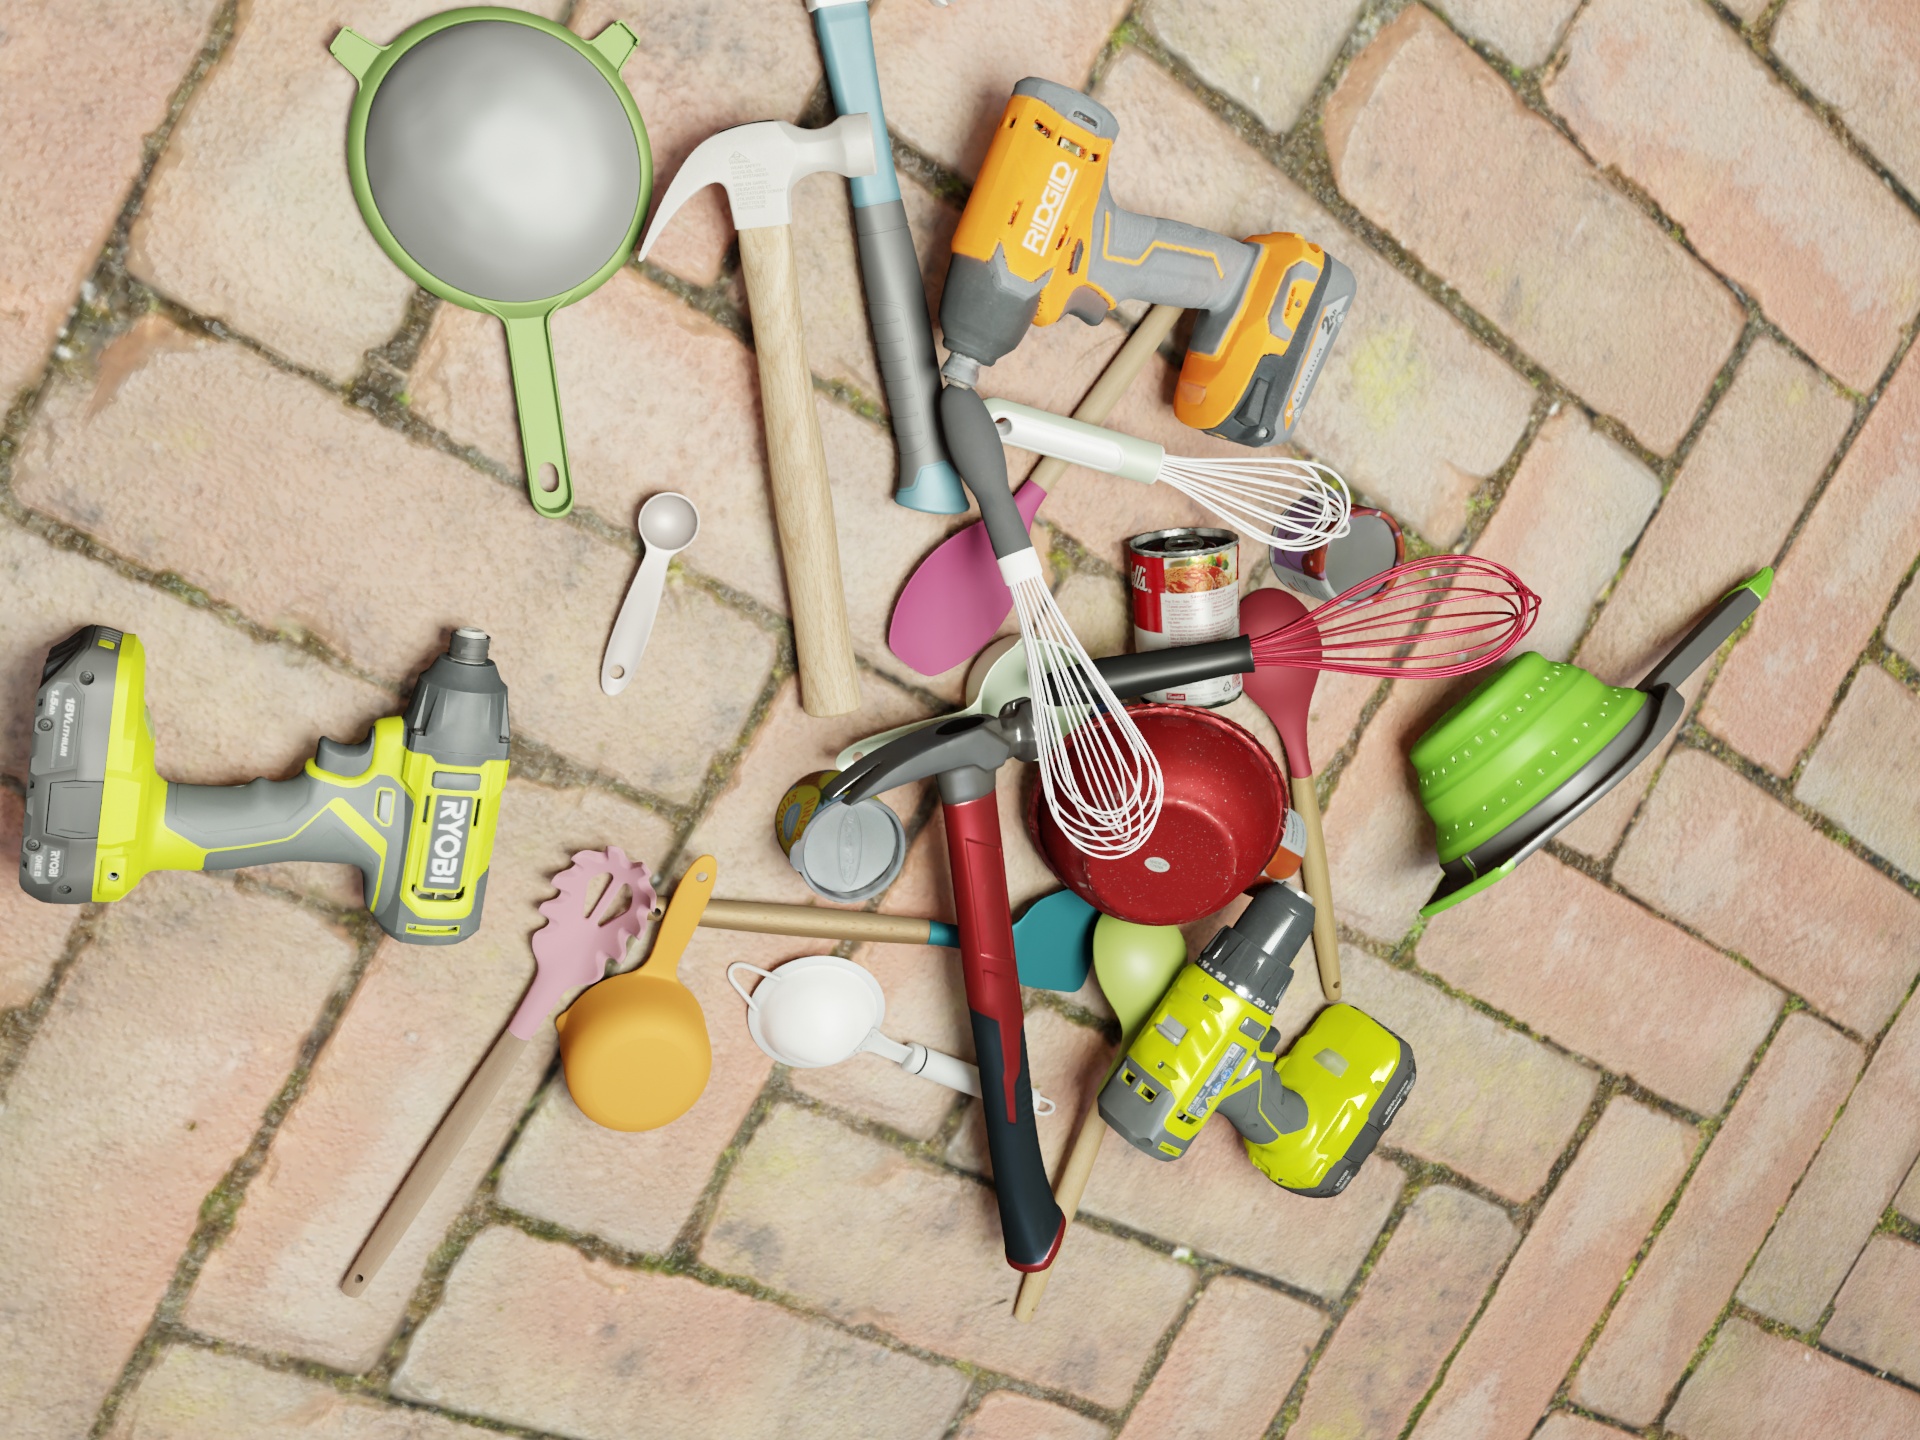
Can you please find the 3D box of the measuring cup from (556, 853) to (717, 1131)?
[{"bbox_3d":[-0.174,0.163,0.931,0.095,0.052,0.173,17,107,-24],"label":"measuring cup"}]

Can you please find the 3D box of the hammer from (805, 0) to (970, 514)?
[{"bbox_3d":[-0.045,-0.272,0.881,0.128,0.033,0.330,-17,111,-15],"label":"hammer"}]

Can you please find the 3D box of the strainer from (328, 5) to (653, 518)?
[{"bbox_3d":[-0.220,-0.227,0.804,0.151,0.069,0.256,-10,107,-19],"label":"strainer"}]

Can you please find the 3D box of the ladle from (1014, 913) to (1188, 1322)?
[{"bbox_3d":[0.082,0.272,1.088,0.078,0.062,0.320,-2,116,-49],"label":"ladle"}]

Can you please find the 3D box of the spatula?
[{"bbox_3d":[-0.049,0.129,1.001,0.317,0.044,0.082,8,103,-19],"label":"spatula"}]

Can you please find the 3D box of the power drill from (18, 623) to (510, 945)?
[{"bbox_3d":[-0.351,0.025,0.823,0.223,0.080,0.171,6,103,-27],"label":"power drill"}]

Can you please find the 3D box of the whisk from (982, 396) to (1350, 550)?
[{"bbox_3d":[0.123,-0.150,0.949,0.246,0.059,0.057,13,123,-14],"label":"whisk"}]

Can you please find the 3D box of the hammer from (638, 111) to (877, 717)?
[{"bbox_3d":[-0.095,-0.156,0.882,0.130,0.031,0.331,-6,113,0],"label":"hammer"}]

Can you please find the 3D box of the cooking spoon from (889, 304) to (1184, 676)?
[{"bbox_3d":[0.062,-0.162,0.963,0.068,0.017,0.319,36,90,-31],"label":"cooking spoon"}]

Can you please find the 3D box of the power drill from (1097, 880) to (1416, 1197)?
[{"bbox_3d":[0.212,0.220,1.066,0.228,0.080,0.190,34,90,-42],"label":"power drill"}]

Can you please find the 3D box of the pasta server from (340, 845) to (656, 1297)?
[{"bbox_3d":[-0.274,0.207,0.925,0.060,0.040,0.316,33,93,-4],"label":"pasta server"}]

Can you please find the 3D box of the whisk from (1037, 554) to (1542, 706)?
[{"bbox_3d":[0.191,-0.044,0.937,0.296,0.073,0.073,-10,111,8],"label":"whisk"}]

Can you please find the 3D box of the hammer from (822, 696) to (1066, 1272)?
[{"bbox_3d":[0.010,0.185,0.978,0.143,0.038,0.386,-20,115,-30],"label":"hammer"}]

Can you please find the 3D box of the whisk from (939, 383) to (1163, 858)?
[{"bbox_3d":[0.044,-0.056,0.898,0.070,0.070,0.284,-22,92,-15],"label":"whisk"}]

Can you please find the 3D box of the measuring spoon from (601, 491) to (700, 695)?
[{"bbox_3d":[-0.180,-0.072,0.898,0.034,0.018,0.124,16,106,-25],"label":"measuring spoon"}]

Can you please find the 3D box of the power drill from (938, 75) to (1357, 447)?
[{"bbox_3d":[0.097,-0.235,0.897,0.226,0.084,0.164,19,99,-27],"label":"power drill"}]

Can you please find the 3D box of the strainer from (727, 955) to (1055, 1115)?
[{"bbox_3d":[-0.036,0.215,1.022,0.258,0.050,0.087,27,110,-29],"label":"strainer"}]

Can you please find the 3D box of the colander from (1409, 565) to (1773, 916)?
[{"bbox_3d":[0.432,-0.024,1.108,0.397,0.204,0.094,-37,81,-25],"label":"colander"}]

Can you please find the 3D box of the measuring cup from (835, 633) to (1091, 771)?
[{"bbox_3d":[-0.002,-0.003,0.974,0.167,0.038,0.083,-18,111,-14],"label":"measuring cup"}]

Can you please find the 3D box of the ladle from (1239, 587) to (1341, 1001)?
[{"bbox_3d":[0.236,0.060,1.093,0.069,0.031,0.315,-20,113,-16],"label":"ladle"}]
